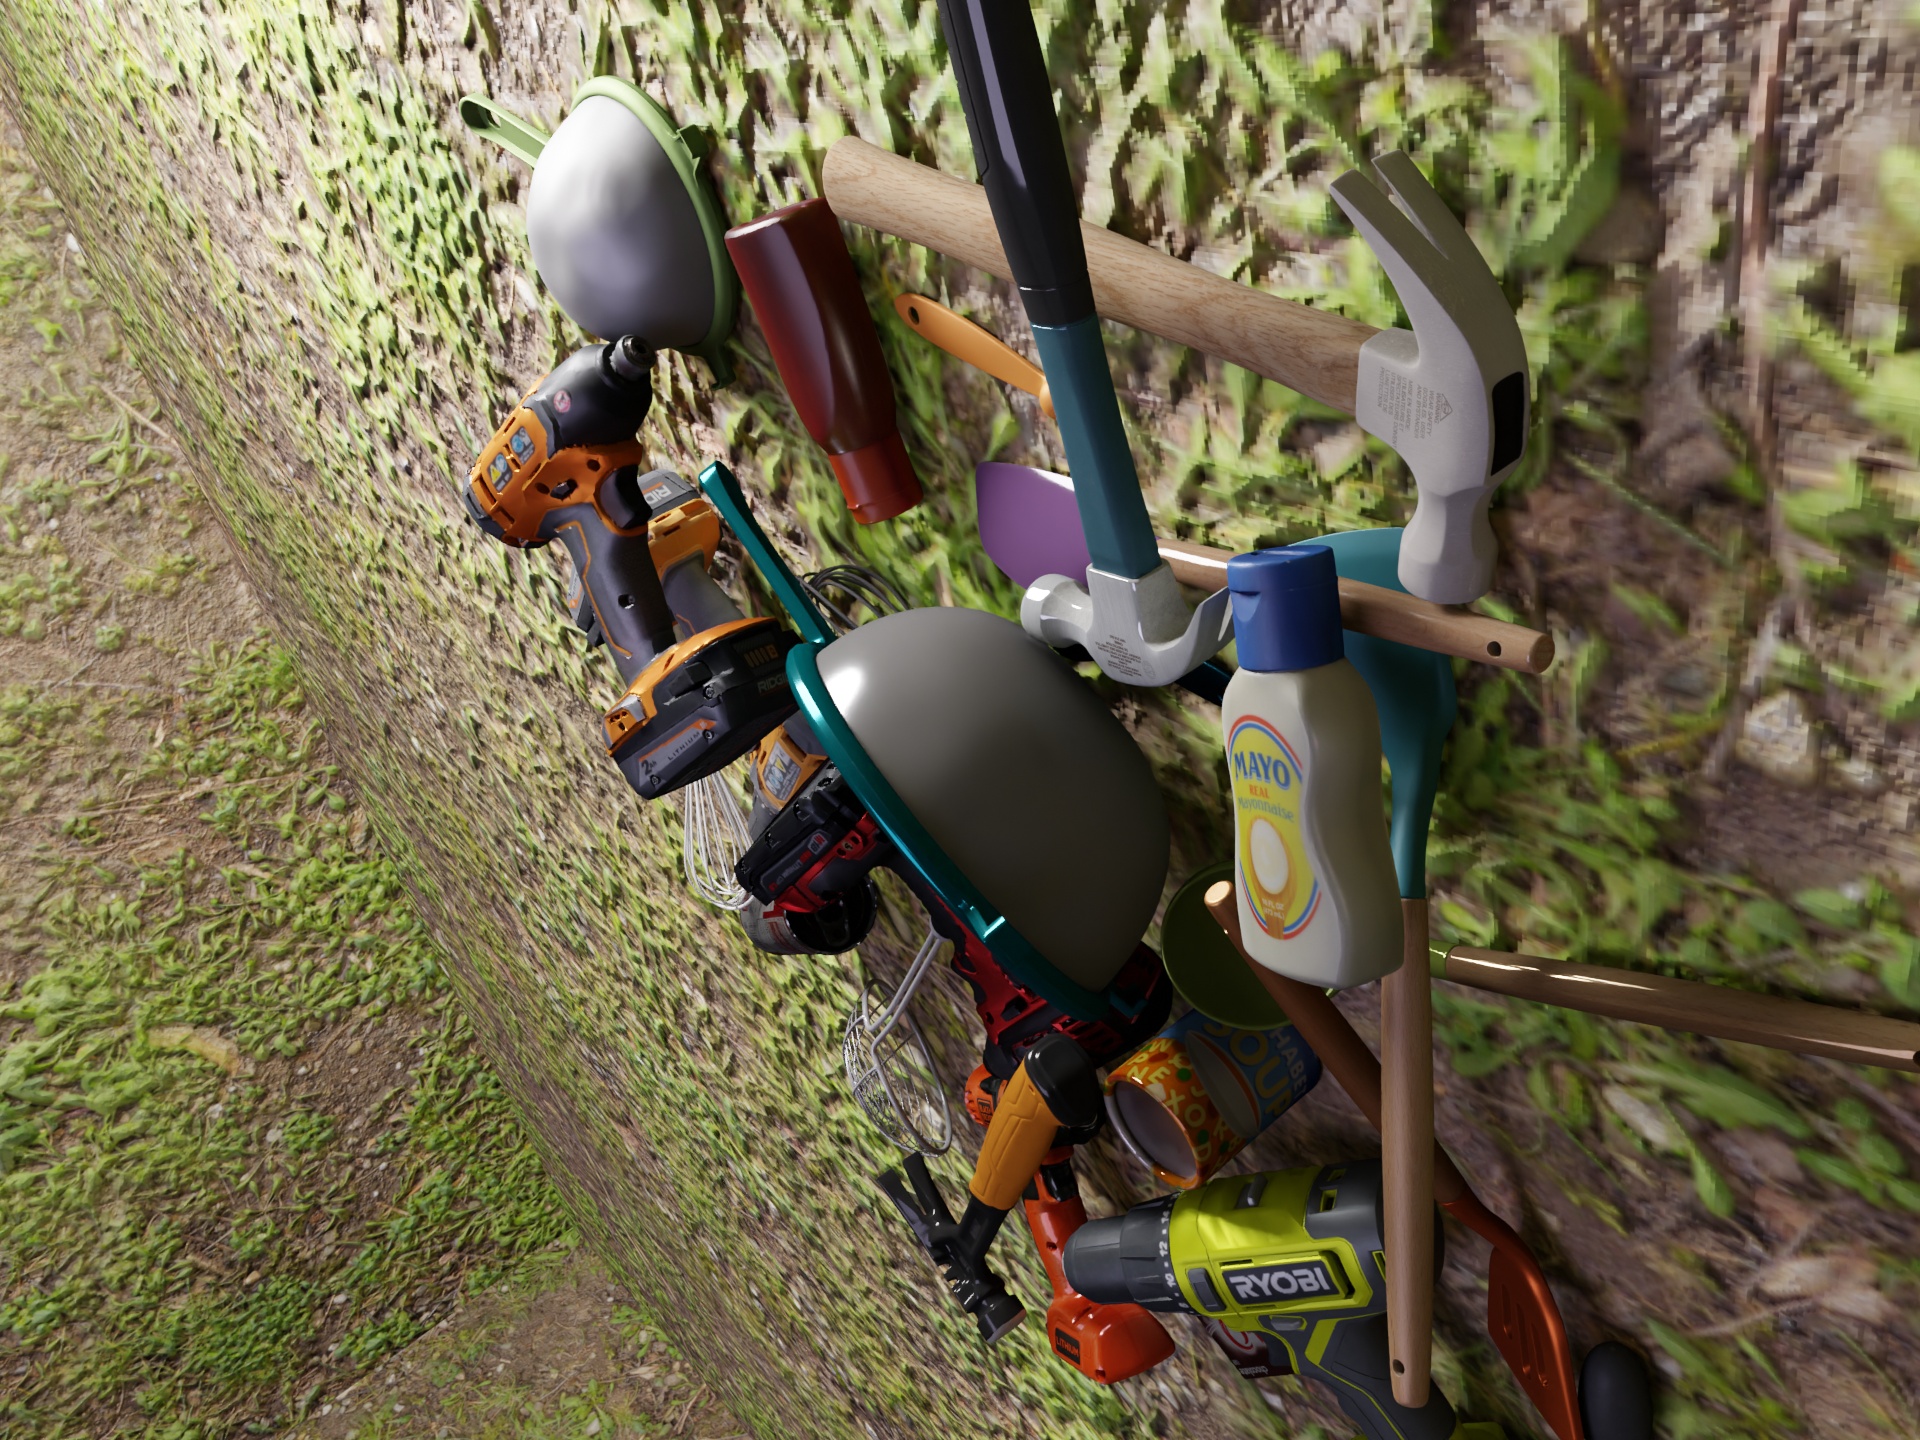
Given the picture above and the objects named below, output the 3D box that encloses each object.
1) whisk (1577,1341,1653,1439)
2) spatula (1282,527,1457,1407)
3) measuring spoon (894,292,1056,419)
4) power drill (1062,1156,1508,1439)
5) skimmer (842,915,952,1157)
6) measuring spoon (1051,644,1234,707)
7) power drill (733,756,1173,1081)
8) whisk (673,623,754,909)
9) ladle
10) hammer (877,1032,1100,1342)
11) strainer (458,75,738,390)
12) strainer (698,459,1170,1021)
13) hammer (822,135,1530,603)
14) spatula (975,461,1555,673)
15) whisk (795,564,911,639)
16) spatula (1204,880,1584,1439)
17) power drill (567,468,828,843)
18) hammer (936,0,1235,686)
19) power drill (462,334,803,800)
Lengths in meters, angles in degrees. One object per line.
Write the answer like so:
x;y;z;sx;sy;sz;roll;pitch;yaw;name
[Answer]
0.303;0.390;0.725;0.070;0.070;0.284;21;131;50;whisk
0.154;0.091;0.583;0.082;0.044;0.317;-5;85;59;spatula
0.007;-0.157;0.684;0.117;0.011;0.021;38;147;33;measuring spoon
0.170;0.324;0.785;0.190;0.080;0.228;-20;104;34;power drill
-0.001;0.157;1.000;0.363;0.090;0.127;115;146;-46;skimmer
0.076;-0.027;0.694;0.129;0.021;0.042;32;143;44;measuring spoon
-0.005;0.111;0.854;0.219;0.078;0.143;41;139;-4;power drill
-0.183;0.014;1.103;0.059;0.058;0.246;-7;99;29;whisk
0.199;0.099;0.589;0.320;0.062;0.078;3;110;55;ladle
0.018;0.252;0.898;0.127;0.034;0.336;51;152;23;hammer
-0.223;-0.284;0.869;0.257;0.069;0.151;38;147;30;strainer
-0.008;-0.024;0.728;0.341;0.095;0.210;54;-173;26;strainer
0.057;-0.162;0.575;0.332;0.031;0.129;34;145;38;hammer
0.095;-0.057;0.619;0.316;0.018;0.059;23;124;54;spatula
-0.002;-0.002;0.829;0.239;0.055;0.055;43;150;17;whisk
0.183;0.184;0.654;0.322;0.041;0.081;51;-176;-23;spatula
-0.150;-0.024;1.005;0.226;0.084;0.185;47;147;11;power drill
0.031;-0.154;0.552;0.128;0.033;0.330;26;142;50;hammer
-0.173;-0.088;0.866;0.164;0.084;0.226;-36;83;42;power drill
